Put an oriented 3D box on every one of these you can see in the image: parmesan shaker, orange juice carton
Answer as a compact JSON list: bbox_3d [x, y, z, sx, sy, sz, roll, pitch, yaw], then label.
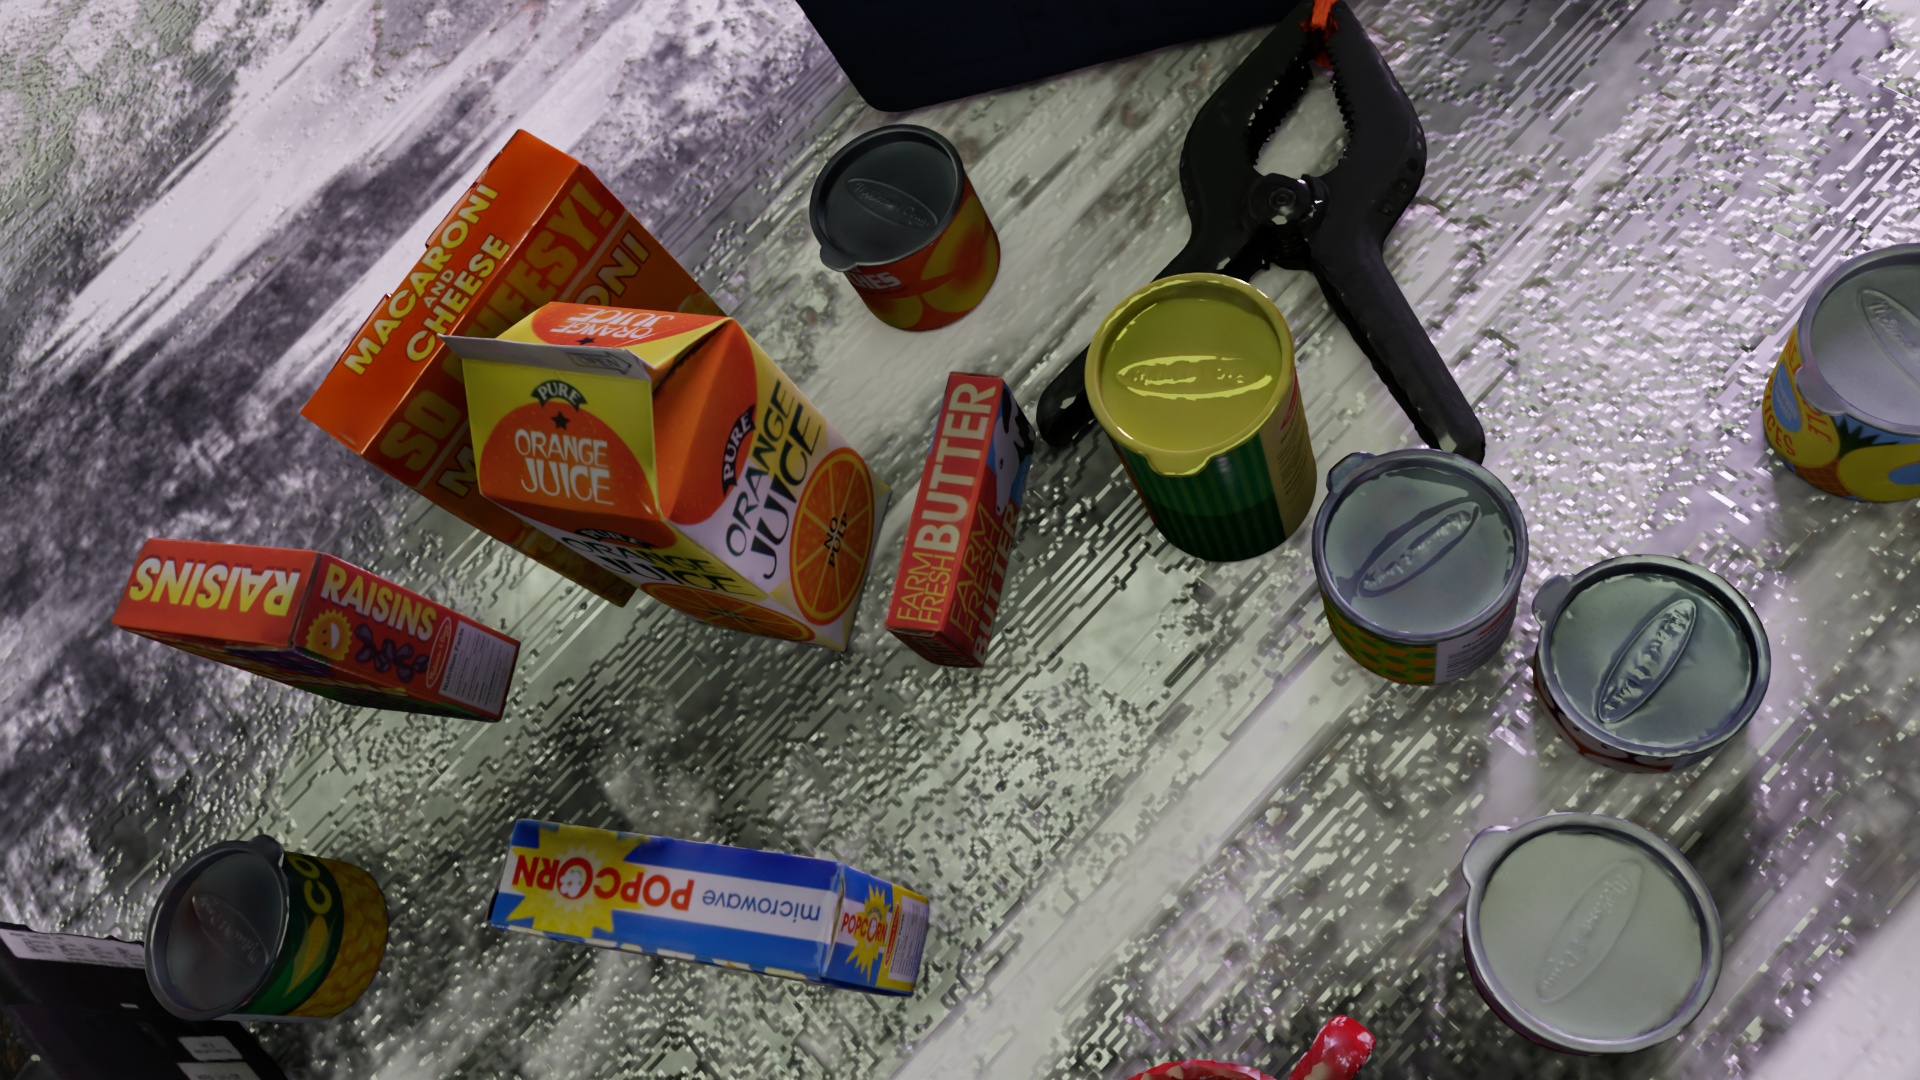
[{"bbox_3d":[0.086,-0.036,0.482,0.071,0.103,0.071,-6,68,16],"label":"parmesan shaker"},{"bbox_3d":[-0.097,-0.025,0.488,0.072,0.192,0.073,9,73,21],"label":"orange juice carton"}]

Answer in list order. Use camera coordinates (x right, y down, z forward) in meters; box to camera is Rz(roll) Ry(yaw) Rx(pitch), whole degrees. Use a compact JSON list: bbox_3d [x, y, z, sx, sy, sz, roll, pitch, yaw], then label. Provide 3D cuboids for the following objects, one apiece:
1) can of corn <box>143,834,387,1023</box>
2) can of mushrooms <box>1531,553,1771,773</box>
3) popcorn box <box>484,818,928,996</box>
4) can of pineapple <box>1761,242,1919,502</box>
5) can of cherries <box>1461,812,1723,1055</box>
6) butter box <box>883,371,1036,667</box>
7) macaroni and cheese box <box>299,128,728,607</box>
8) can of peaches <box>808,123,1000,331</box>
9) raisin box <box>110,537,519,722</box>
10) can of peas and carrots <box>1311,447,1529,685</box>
[{"bbox_3d":[-0.272,0.154,0.551,0.071,0.058,0.071,-6,68,16],"label":"can of corn"},{"bbox_3d":[0.218,0.039,0.448,0.071,0.033,0.071,-6,68,16],"label":"can of mushrooms"},{"bbox_3d":[-0.084,0.129,0.484,0.127,0.085,0.038,3,71,19],"label":"popcorn box"},{"bbox_3d":[0.297,-0.052,0.444,0.071,0.057,0.071,-6,68,16],"label":"can of pineapple"},{"bbox_3d":[0.183,0.117,0.415,0.071,0.058,0.072,-6,68,16],"label":"can of cherries"},{"bbox_3d":[0.002,-0.007,0.526,0.024,0.053,0.104,7,72,21],"label":"butter box"},{"bbox_3d":[-0.148,-0.057,0.532,0.040,0.166,0.124,30,82,26],"label":"macaroni and cheese box"},{"bbox_3d":[-0.023,-0.127,0.579,0.071,0.058,0.071,-6,68,16],"label":"can of peaches"},{"bbox_3d":[-0.250,0.038,0.552,0.086,0.123,0.040,4,72,20],"label":"raisin box"},{"bbox_3d":[0.152,0.009,0.468,0.071,0.058,0.071,-6,68,16],"label":"can of peas and carrots"}]
